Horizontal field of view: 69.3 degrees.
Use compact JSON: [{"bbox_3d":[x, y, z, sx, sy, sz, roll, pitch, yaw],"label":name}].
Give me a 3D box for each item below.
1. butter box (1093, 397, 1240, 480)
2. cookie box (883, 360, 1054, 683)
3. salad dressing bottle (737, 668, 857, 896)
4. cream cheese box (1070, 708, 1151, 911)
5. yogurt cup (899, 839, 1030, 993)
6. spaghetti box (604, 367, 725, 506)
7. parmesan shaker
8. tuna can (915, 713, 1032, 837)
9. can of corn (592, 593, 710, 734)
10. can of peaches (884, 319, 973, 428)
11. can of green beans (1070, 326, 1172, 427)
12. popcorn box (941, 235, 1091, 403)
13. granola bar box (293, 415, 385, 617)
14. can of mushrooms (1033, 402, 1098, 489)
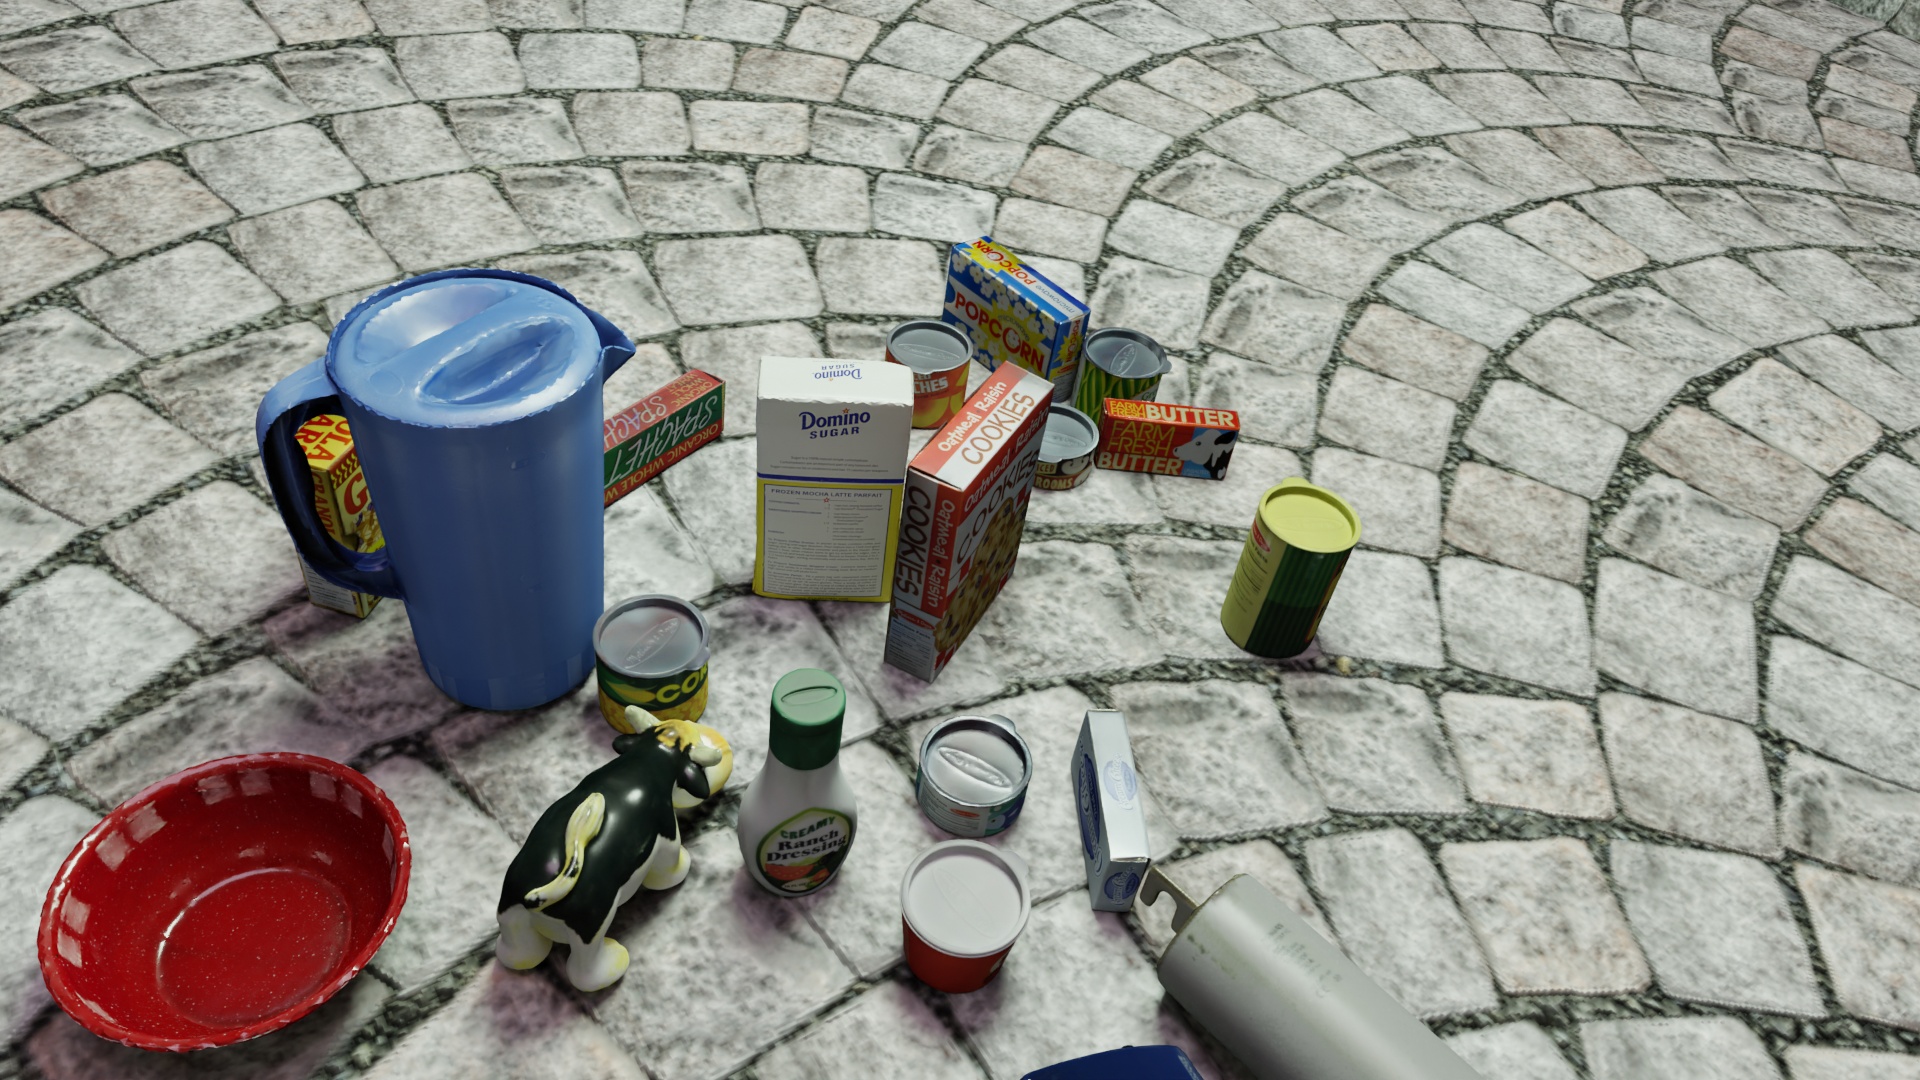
[{"bbox_3d":[0.154,-0.076,1.048,0.103,0.052,0.024,6,43,-4],"label":"butter box"},{"bbox_3d":[0.003,-0.011,0.868,0.040,0.166,0.123,24,45,15],"label":"cookie box"},{"bbox_3d":[-0.083,0.127,0.721,0.064,0.146,0.044,-9,46,-19],"label":"salad dressing bottle"},{"bbox_3d":[0.085,0.153,0.793,0.024,0.053,0.104,3,43,-8],"label":"cream cheese box"},{"bbox_3d":[0.000,0.200,0.728,0.072,0.053,0.073,5,43,-5],"label":"yogurt cup"},{"bbox_3d":[-0.256,-0.042,0.940,0.029,0.049,0.251,31,47,22],"label":"spaghetti box"},{"bbox_3d":[0.217,0.019,0.922,0.071,0.102,0.072,5,43,-5],"label":"parmesan shaker"},{"bbox_3d":[0.008,0.136,0.812,0.071,0.032,0.071,5,43,-5],"label":"tuna can"},{"bbox_3d":[-0.180,0.076,0.823,0.071,0.058,0.071,5,43,-5],"label":"can of corn"},{"bbox_3d":[-0.027,-0.126,1.064,0.071,0.057,0.071,5,43,-5],"label":"can of peaches"},{"bbox_3d":[0.123,-0.125,1.091,0.071,0.057,0.071,5,43,-5],"label":"can of green beans"},{"bbox_3d":[0.042,-0.175,1.109,0.038,0.084,0.127,-27,54,-33],"label":"popcorn box"},{"bbox_3d":[-0.357,-0.052,0.878,0.039,0.123,0.166,15,43,6],"label":"granola bar box"},{"bbox_3d":[0.068,-0.069,1.039,0.071,0.033,0.071,5,43,-5],"label":"can of mushrooms"}]
